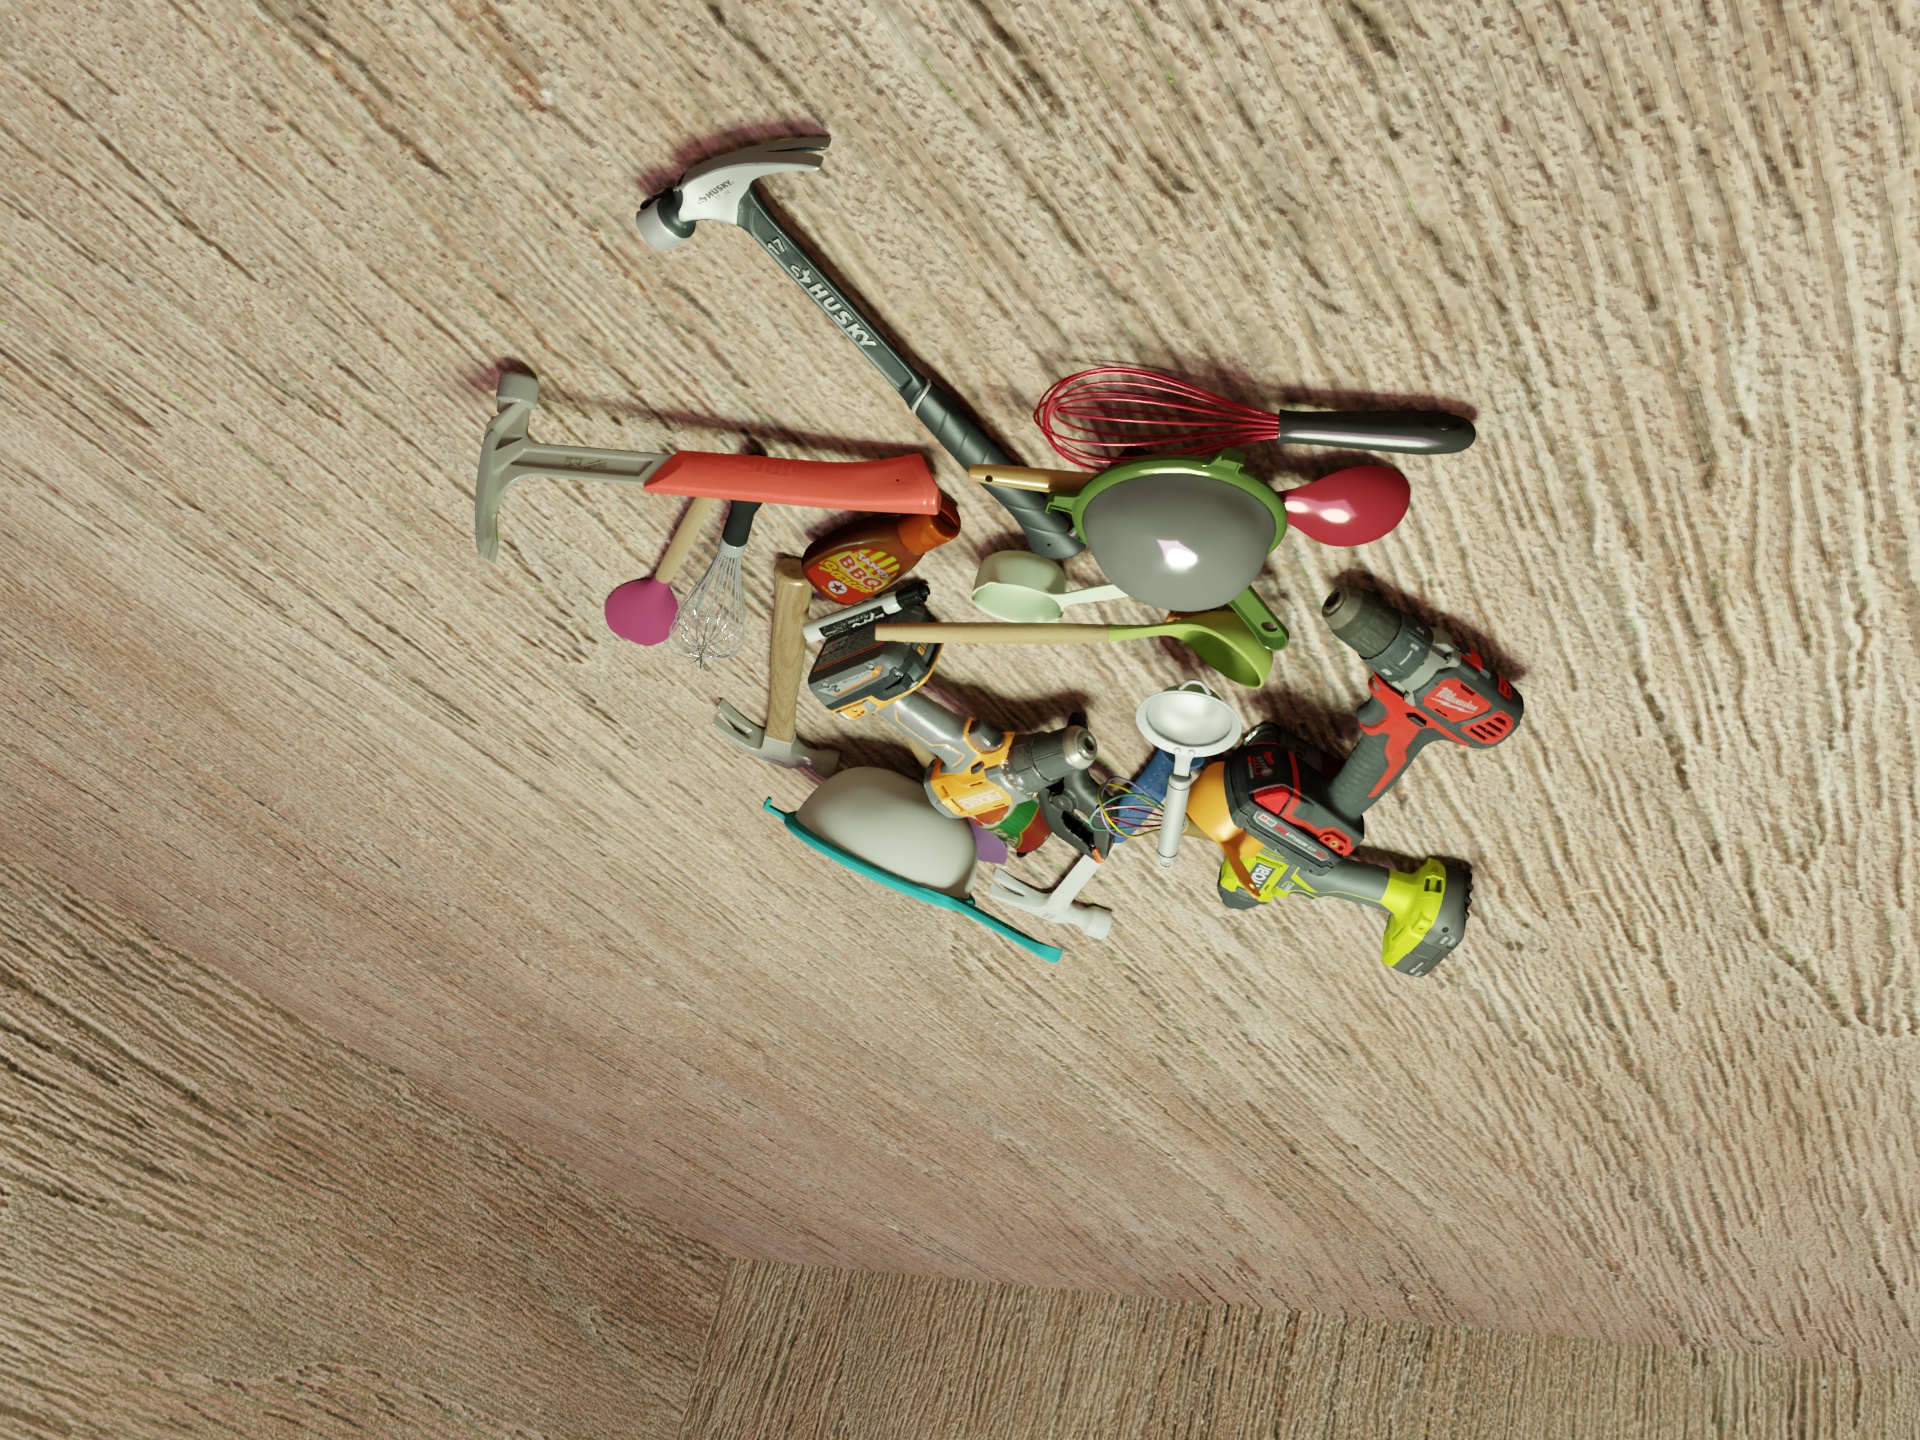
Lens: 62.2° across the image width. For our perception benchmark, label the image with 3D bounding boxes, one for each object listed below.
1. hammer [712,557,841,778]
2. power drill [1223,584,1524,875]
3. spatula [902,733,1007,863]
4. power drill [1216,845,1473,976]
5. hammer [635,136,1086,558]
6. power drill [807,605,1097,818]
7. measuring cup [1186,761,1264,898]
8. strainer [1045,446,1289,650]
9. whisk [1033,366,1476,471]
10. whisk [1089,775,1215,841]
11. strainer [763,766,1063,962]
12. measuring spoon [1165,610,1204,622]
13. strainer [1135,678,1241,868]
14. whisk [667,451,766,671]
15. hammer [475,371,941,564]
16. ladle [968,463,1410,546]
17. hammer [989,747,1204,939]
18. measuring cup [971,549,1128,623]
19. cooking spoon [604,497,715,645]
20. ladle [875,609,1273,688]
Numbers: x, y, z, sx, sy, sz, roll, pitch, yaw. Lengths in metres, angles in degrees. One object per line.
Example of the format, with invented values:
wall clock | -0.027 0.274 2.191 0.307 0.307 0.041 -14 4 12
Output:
hammer | -0.168 -0.046 1.503 0.130 0.031 0.331 15 148 0
power drill | 0.310 0.005 1.279 0.187 0.080 0.226 32 123 -19
spatula | -0.014 0.068 1.624 0.060 0.018 0.315 7 149 27
power drill | 0.369 0.168 1.560 0.223 0.080 0.171 19 148 2
hammer | -0.036 -0.246 1.129 0.149 0.036 0.408 -15 138 38
power drill | -0.002 -0.005 1.426 0.185 0.084 0.226 -19 128 41
measuring cup | 0.255 0.096 1.416 0.095 0.174 0.052 31 109 -18
strainer | 0.178 -0.094 1.146 0.151 0.069 0.256 -9 149 33
whisk | 0.196 -0.199 1.077 0.296 0.073 0.073 4 147 9
whisk | 0.192 0.096 1.474 0.047 0.051 0.244 42 -164 35
strainer | -0.018 0.126 1.552 0.341 0.095 0.210 25 -179 38
measuring spoon | 0.195 -0.101 1.277 0.021 0.011 0.117 9 155 -19
strainer | 0.187 0.043 1.353 0.087 0.050 0.258 10 136 8
whisk | -0.202 -0.133 1.362 0.070 0.070 0.284 20 143 -7
hammer | -0.195 -0.181 1.229 0.359 0.149 0.036 6 175 5
ladle | 0.162 -0.161 1.126 0.315 0.031 0.069 6 131 0
hammer | 0.146 0.120 1.619 0.144 0.035 0.405 19 148 -6
measuring cup | 0.086 -0.113 1.263 0.167 0.038 0.083 -5 155 36
cooking spoon | -0.257 -0.140 1.408 0.068 0.017 0.318 24 148 -14
ladle | 0.092 -0.058 1.275 0.320 0.062 0.078 0 170 -3
